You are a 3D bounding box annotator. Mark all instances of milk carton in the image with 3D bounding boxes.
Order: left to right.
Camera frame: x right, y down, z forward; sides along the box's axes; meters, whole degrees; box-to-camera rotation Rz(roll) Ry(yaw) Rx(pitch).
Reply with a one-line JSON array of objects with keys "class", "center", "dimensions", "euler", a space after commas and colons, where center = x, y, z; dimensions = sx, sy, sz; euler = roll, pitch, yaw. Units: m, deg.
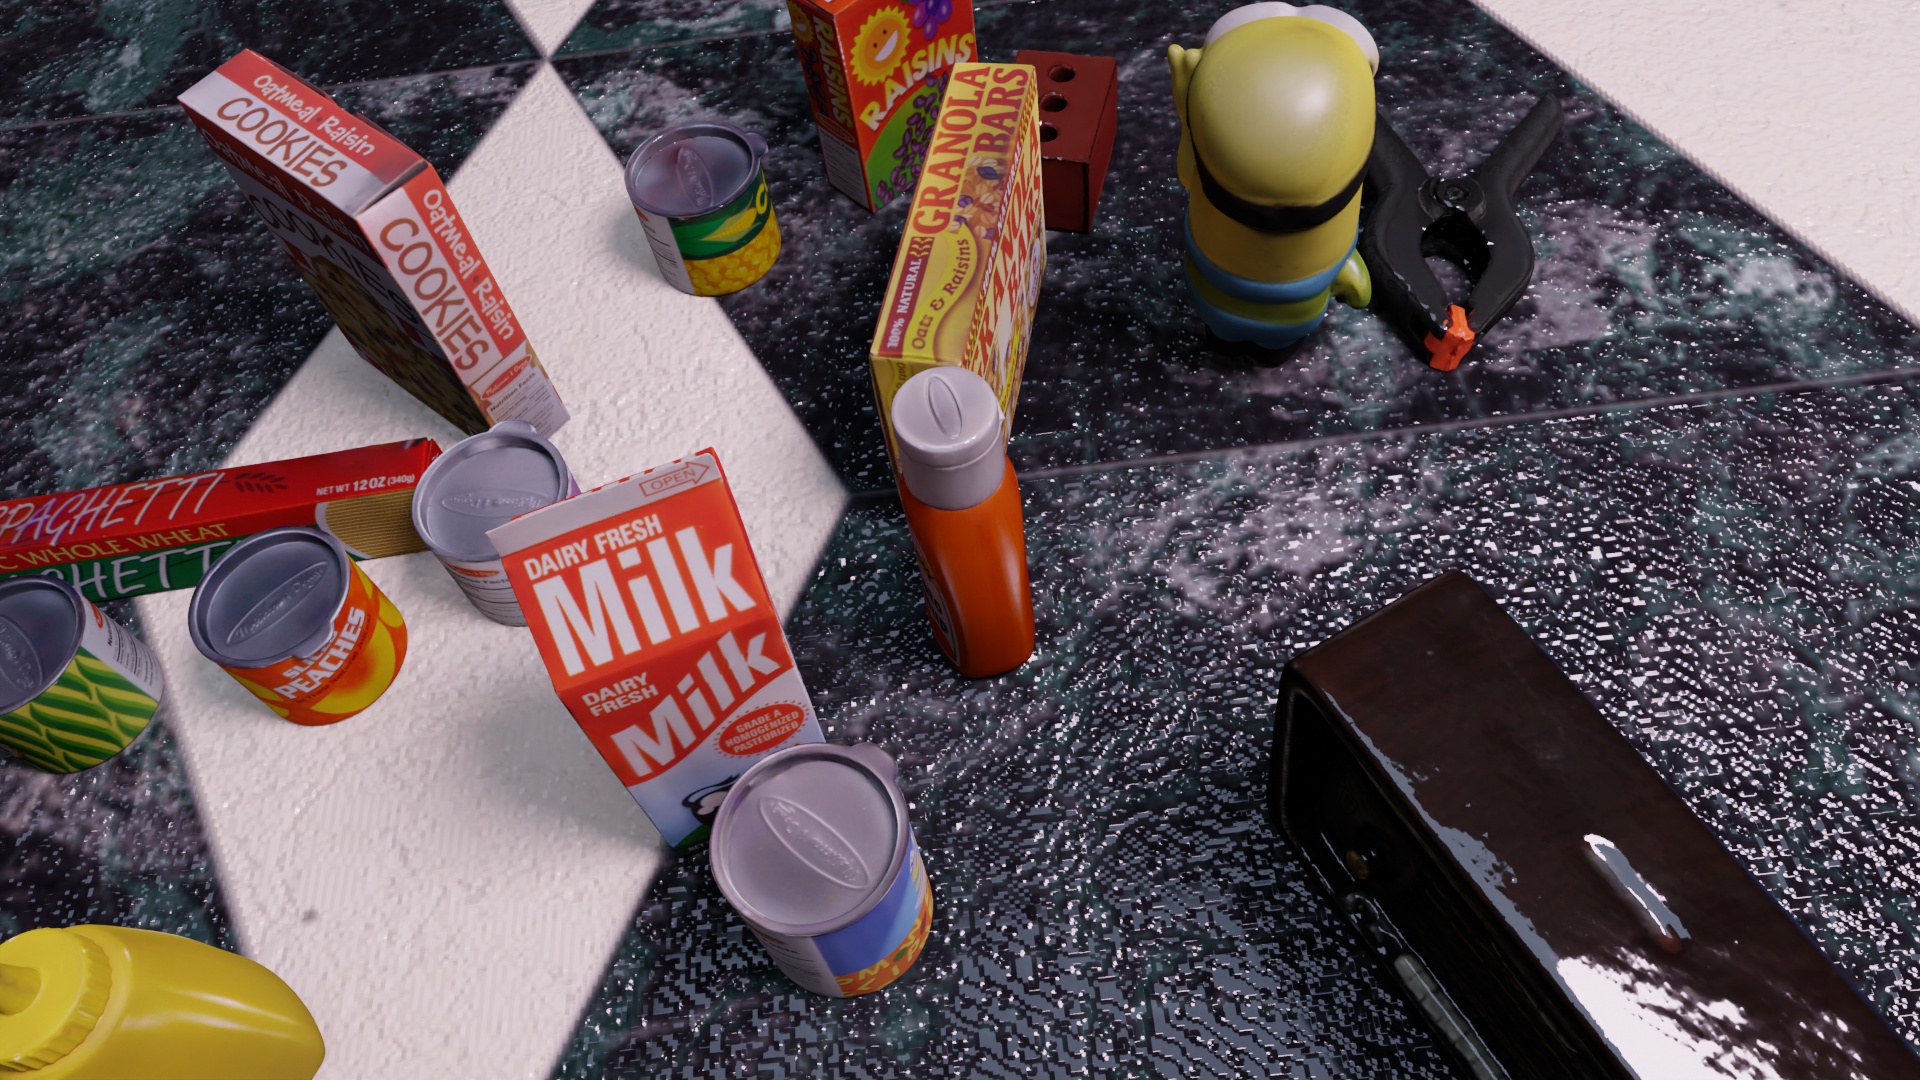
[{"class": "milk carton", "center": [-0.098, 0.035, 0.486], "dimensions": [0.072, 0.189, 0.074], "euler": [-21, 58, -7]}]

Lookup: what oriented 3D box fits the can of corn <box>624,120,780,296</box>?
[{"class": "can of corn", "center": [-0.125, -0.166, 0.694], "dimensions": [0.071, 0.058, 0.071], "euler": [-3, 58, 4]}]

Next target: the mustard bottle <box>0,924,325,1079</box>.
[{"class": "mustard bottle", "center": [-0.267, 0.156, 0.445], "dimensions": [0.049, 0.159, 0.065], "euler": [36, 68, 24]}]

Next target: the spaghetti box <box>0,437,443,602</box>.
[{"class": "spaghetti box", "center": [-0.349, -0.003, 0.619], "dimensions": [0.250, 0.050, 0.029], "euler": [-9, 58, 0]}]

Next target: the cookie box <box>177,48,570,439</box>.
[{"class": "cookie box", "center": [-0.252, -0.120, 0.614], "dimensions": [0.123, 0.166, 0.040], "euler": [32, 67, 23]}]

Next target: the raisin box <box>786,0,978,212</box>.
[{"class": "raisin box", "center": [-0.034, -0.238, 0.692], "dimensions": [0.086, 0.122, 0.040], "euler": [-41, 63, -18]}]

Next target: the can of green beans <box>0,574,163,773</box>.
[{"class": "can of green beans", "center": [-0.381, 0.057, 0.580], "dimensions": [0.071, 0.057, 0.071], "euler": [-3, 58, 4]}]

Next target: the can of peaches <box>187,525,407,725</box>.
[{"class": "can of peaches", "center": [-0.273, 0.038, 0.581], "dimensions": [0.071, 0.057, 0.071], "euler": [-3, 58, 4]}]

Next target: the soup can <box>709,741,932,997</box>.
[{"class": "soup can", "center": [-0.044, 0.117, 0.492], "dimensions": [0.071, 0.083, 0.071], "euler": [-3, 58, 4]}]

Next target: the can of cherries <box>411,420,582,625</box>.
[{"class": "can of cherries", "center": [-0.192, -0.007, 0.600], "dimensions": [0.071, 0.058, 0.072], "euler": [-3, 58, 4]}]

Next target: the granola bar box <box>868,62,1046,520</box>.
[{"class": "granola bar box", "center": [0.003, -0.103, 0.602], "dimensions": [0.039, 0.123, 0.166], "euler": [7, 59, 10]}]

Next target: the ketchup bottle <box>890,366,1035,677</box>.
[{"class": "ketchup bottle", "center": [0.002, -0.007, 0.527], "dimensions": [0.043, 0.148, 0.065], "euler": [-17, 58, -5]}]
